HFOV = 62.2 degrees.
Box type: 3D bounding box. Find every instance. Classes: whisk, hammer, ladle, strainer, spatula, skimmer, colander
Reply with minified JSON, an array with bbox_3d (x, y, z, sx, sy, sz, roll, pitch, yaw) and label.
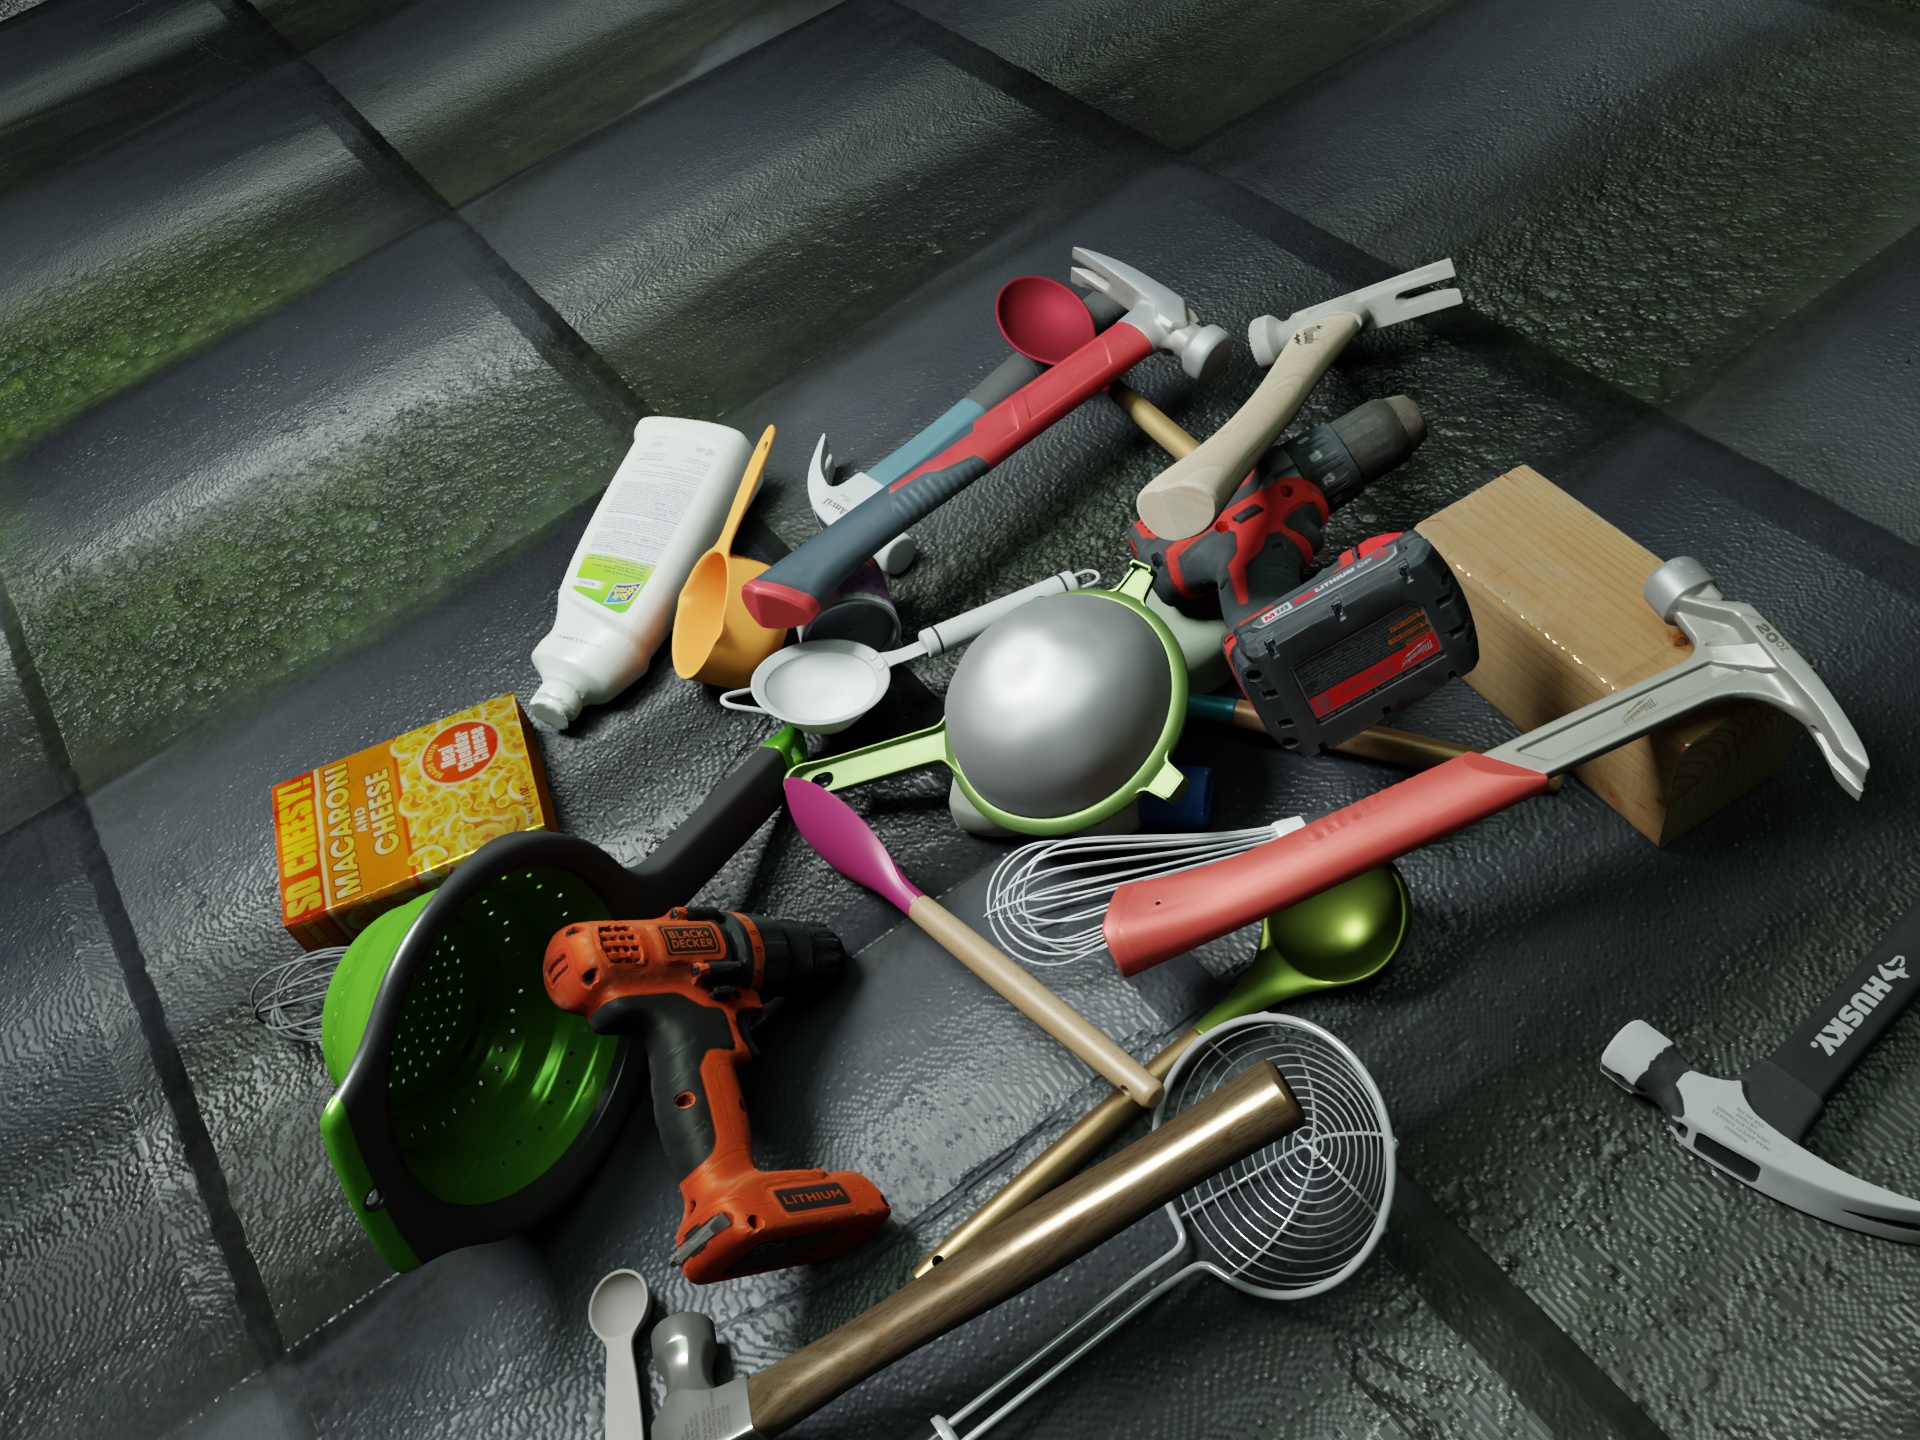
[{"bbox_3d":[0.150,0.073,0.874,0.284,0.070,0.070,-14,49,-4],"label":"whisk"},{"bbox_3d":[0.002,-0.189,1.055,0.386,0.038,0.143,-38,62,-23],"label":"hammer"},{"bbox_3d":[0.131,-0.214,1.109,0.069,0.031,0.316,-32,60,-17],"label":"ladle"},{"bbox_3d":[-0.001,-0.003,0.898,0.256,0.069,0.152,-17,60,22],"label":"strainer"},{"bbox_3d":[0.183,-0.001,0.919,0.317,0.044,0.082,12,77,17],"label":"spatula"},{"bbox_3d":[-0.025,-0.043,0.999,0.258,0.050,0.087,-23,43,-13],"label":"strainer"},{"bbox_3d":[0.005,0.250,0.705,0.331,0.031,0.130,-33,35,6],"label":"hammer"},{"bbox_3d":[0.477,0.105,0.771,0.335,0.035,0.146,-38,51,-17],"label":"hammer"},{"bbox_3d":[0.101,0.173,0.800,0.320,0.062,0.078,-37,59,-14],"label":"ladle"},{"bbox_3d":[0.241,0.047,0.785,0.359,0.036,0.149,-25,51,4],"label":"hammer"},{"bbox_3d":[0.038,0.272,0.708,0.363,0.090,0.127,-34,52,-14],"label":"skimmer"},{"bbox_3d":[-0.299,0.137,0.938,0.239,0.055,0.055,-17,49,-6],"label":"whisk"},{"bbox_3d":[0.203,-0.201,0.967,0.146,0.038,0.411,-13,21,31],"label":"hammer"},{"bbox_3d":[0.022,-0.236,1.176,0.331,0.033,0.128,-41,54,-20],"label":"hammer"},{"bbox_3d":[-0.217,0.111,0.873,0.094,0.204,0.397,6,34,28],"label":"colander"}]

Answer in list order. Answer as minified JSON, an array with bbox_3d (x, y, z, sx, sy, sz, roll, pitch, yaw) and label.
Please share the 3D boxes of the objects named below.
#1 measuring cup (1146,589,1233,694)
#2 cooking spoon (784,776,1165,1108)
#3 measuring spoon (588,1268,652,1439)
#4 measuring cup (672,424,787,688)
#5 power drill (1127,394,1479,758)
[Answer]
[{"bbox_3d":[0.093,-0.056,1.001,0.167,0.038,0.083,3,52,14],"label":"measuring cup"},{"bbox_3d":[-0.007,0.112,0.845,0.017,0.068,0.319,-32,41,-25],"label":"cooking spoon"},{"bbox_3d":[-0.159,0.328,0.766,0.034,0.018,0.124,-22,54,14],"label":"measuring spoon"},{"bbox_3d":[-0.133,-0.103,1.035,0.095,0.052,0.173,36,107,59],"label":"measuring cup"},{"bbox_3d":[0.205,-0.096,0.887,0.188,0.080,0.227,-30,31,7],"label":"power drill"}]
